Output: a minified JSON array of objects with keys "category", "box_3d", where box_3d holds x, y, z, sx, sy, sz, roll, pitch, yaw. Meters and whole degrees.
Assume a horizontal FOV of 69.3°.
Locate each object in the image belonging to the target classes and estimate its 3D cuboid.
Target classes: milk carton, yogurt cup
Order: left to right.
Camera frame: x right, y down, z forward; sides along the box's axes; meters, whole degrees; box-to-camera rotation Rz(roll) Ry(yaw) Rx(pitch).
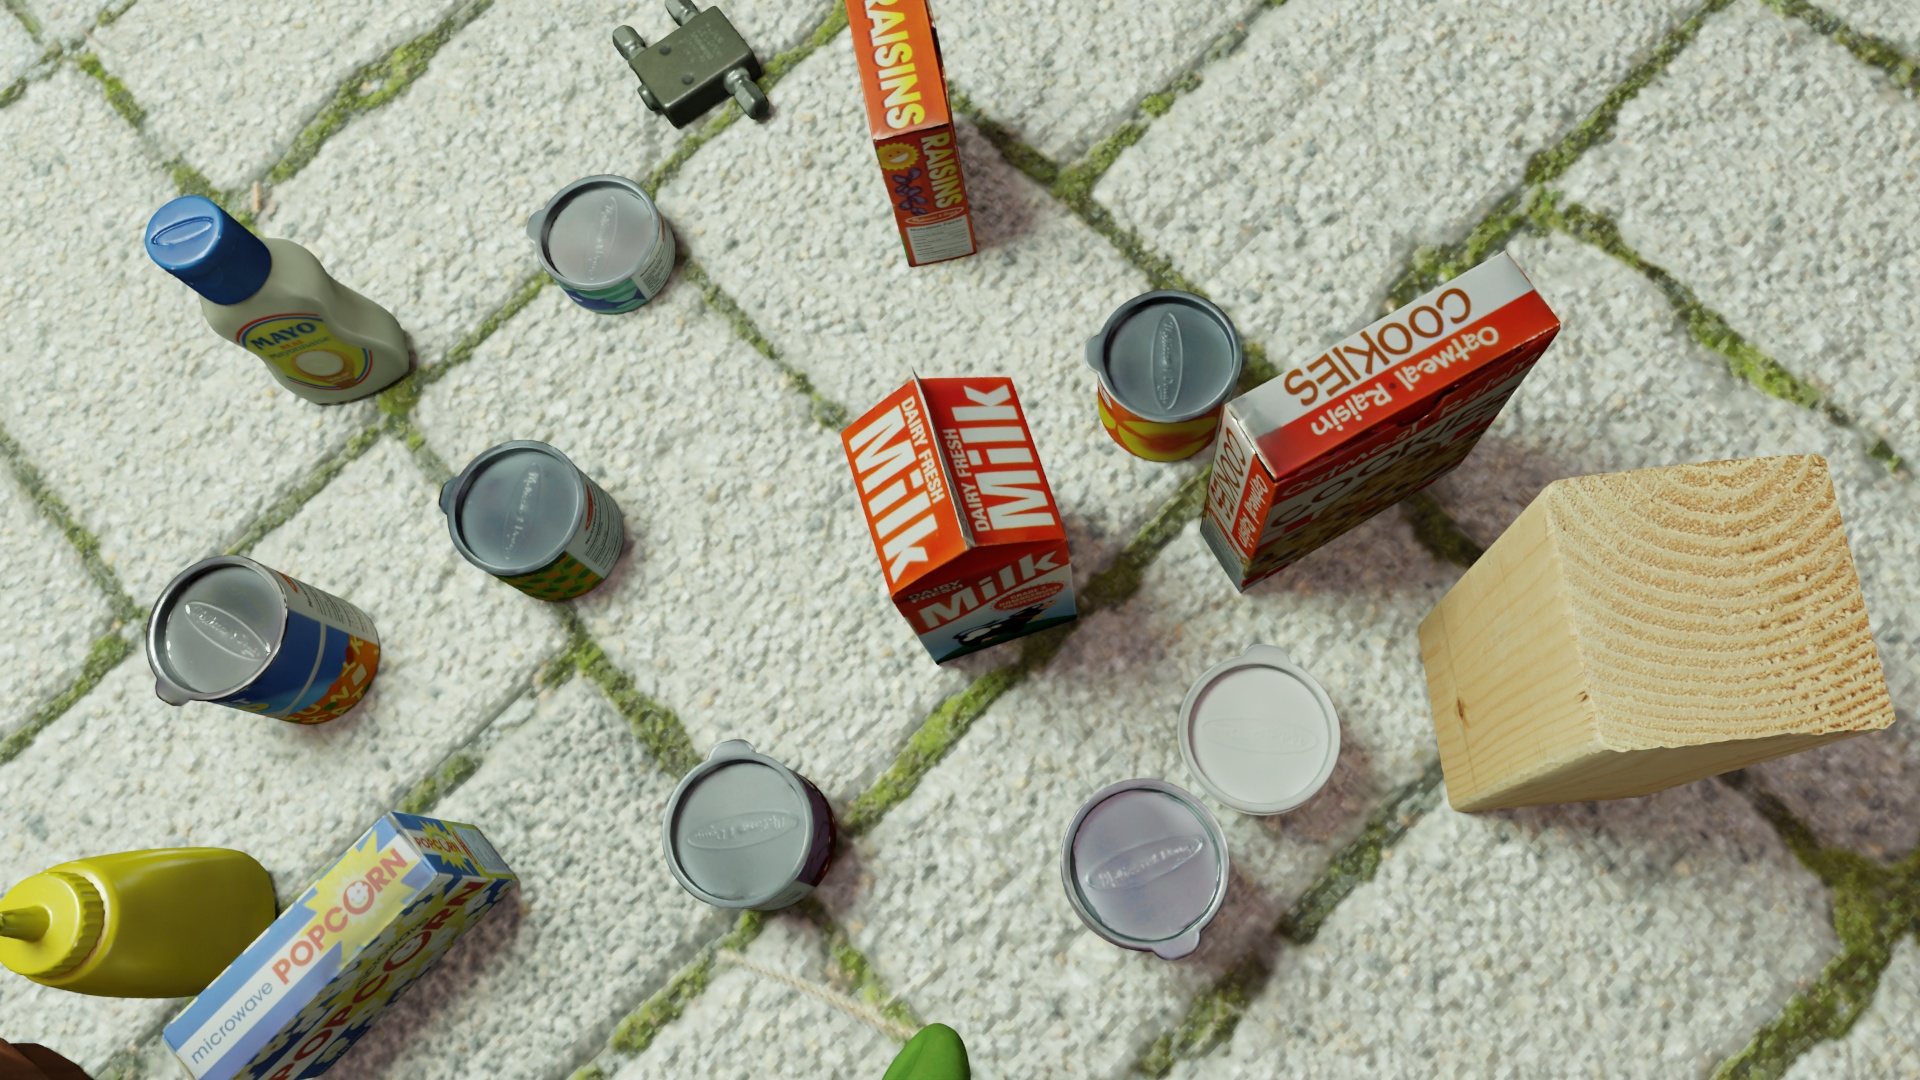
[{"category":"milk carton","box_3d":[0.002,-0.007,0.579,0.073,0.190,0.072,-19,73,1]},{"category":"yogurt cup","box_3d":[0.129,0.088,0.609,0.072,0.054,0.072,-2,74,6]}]

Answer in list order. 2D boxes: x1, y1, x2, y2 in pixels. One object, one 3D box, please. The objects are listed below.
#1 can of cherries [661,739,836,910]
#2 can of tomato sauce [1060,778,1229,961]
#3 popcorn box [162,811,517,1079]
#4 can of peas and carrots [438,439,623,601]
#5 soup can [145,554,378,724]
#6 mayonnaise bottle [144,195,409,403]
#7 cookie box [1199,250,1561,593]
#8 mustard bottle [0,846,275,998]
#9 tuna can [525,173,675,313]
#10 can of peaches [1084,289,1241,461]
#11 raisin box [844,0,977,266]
[{"category":"can of cherries","box_3d":[-0.092,0.128,0.618,0.071,0.058,0.071,-2,74,6]},{"category":"can of tomato sauce","box_3d":[0.078,0.139,0.584,0.071,0.083,0.071,-2,74,6]},{"category":"popcorn box","box_3d":[-0.267,0.180,0.608,0.038,0.085,0.127,43,82,15]},{"category":"can of peas and carrots","box_3d":[-0.206,-0.008,0.671,0.071,0.058,0.071,-2,74,6]},{"category":"soup can","box_3d":[-0.327,0.051,0.653,0.071,0.083,0.071,-2,74,6]},{"category":"mayonnaise bottle","box_3d":[-0.328,-0.113,0.668,0.065,0.147,0.041,-19,73,1]},{"category":"cookie box","box_3d":[0.167,-0.041,0.583,0.123,0.167,0.040,-29,73,-3]},{"category":"mustard bottle","box_3d":[-0.352,0.160,0.584,0.049,0.160,0.065,-10,73,4]},{"category":"tuna can","box_3d":[-0.187,-0.154,0.726,0.071,0.032,0.071,-2,74,6]},{"category":"can of peaches","box_3d":[0.095,-0.077,0.659,0.071,0.058,0.071,-2,74,6]},{"category":"raisin box","box_3d":[-0.022,-0.200,0.674,0.040,0.123,0.086,-11,73,3]}]
